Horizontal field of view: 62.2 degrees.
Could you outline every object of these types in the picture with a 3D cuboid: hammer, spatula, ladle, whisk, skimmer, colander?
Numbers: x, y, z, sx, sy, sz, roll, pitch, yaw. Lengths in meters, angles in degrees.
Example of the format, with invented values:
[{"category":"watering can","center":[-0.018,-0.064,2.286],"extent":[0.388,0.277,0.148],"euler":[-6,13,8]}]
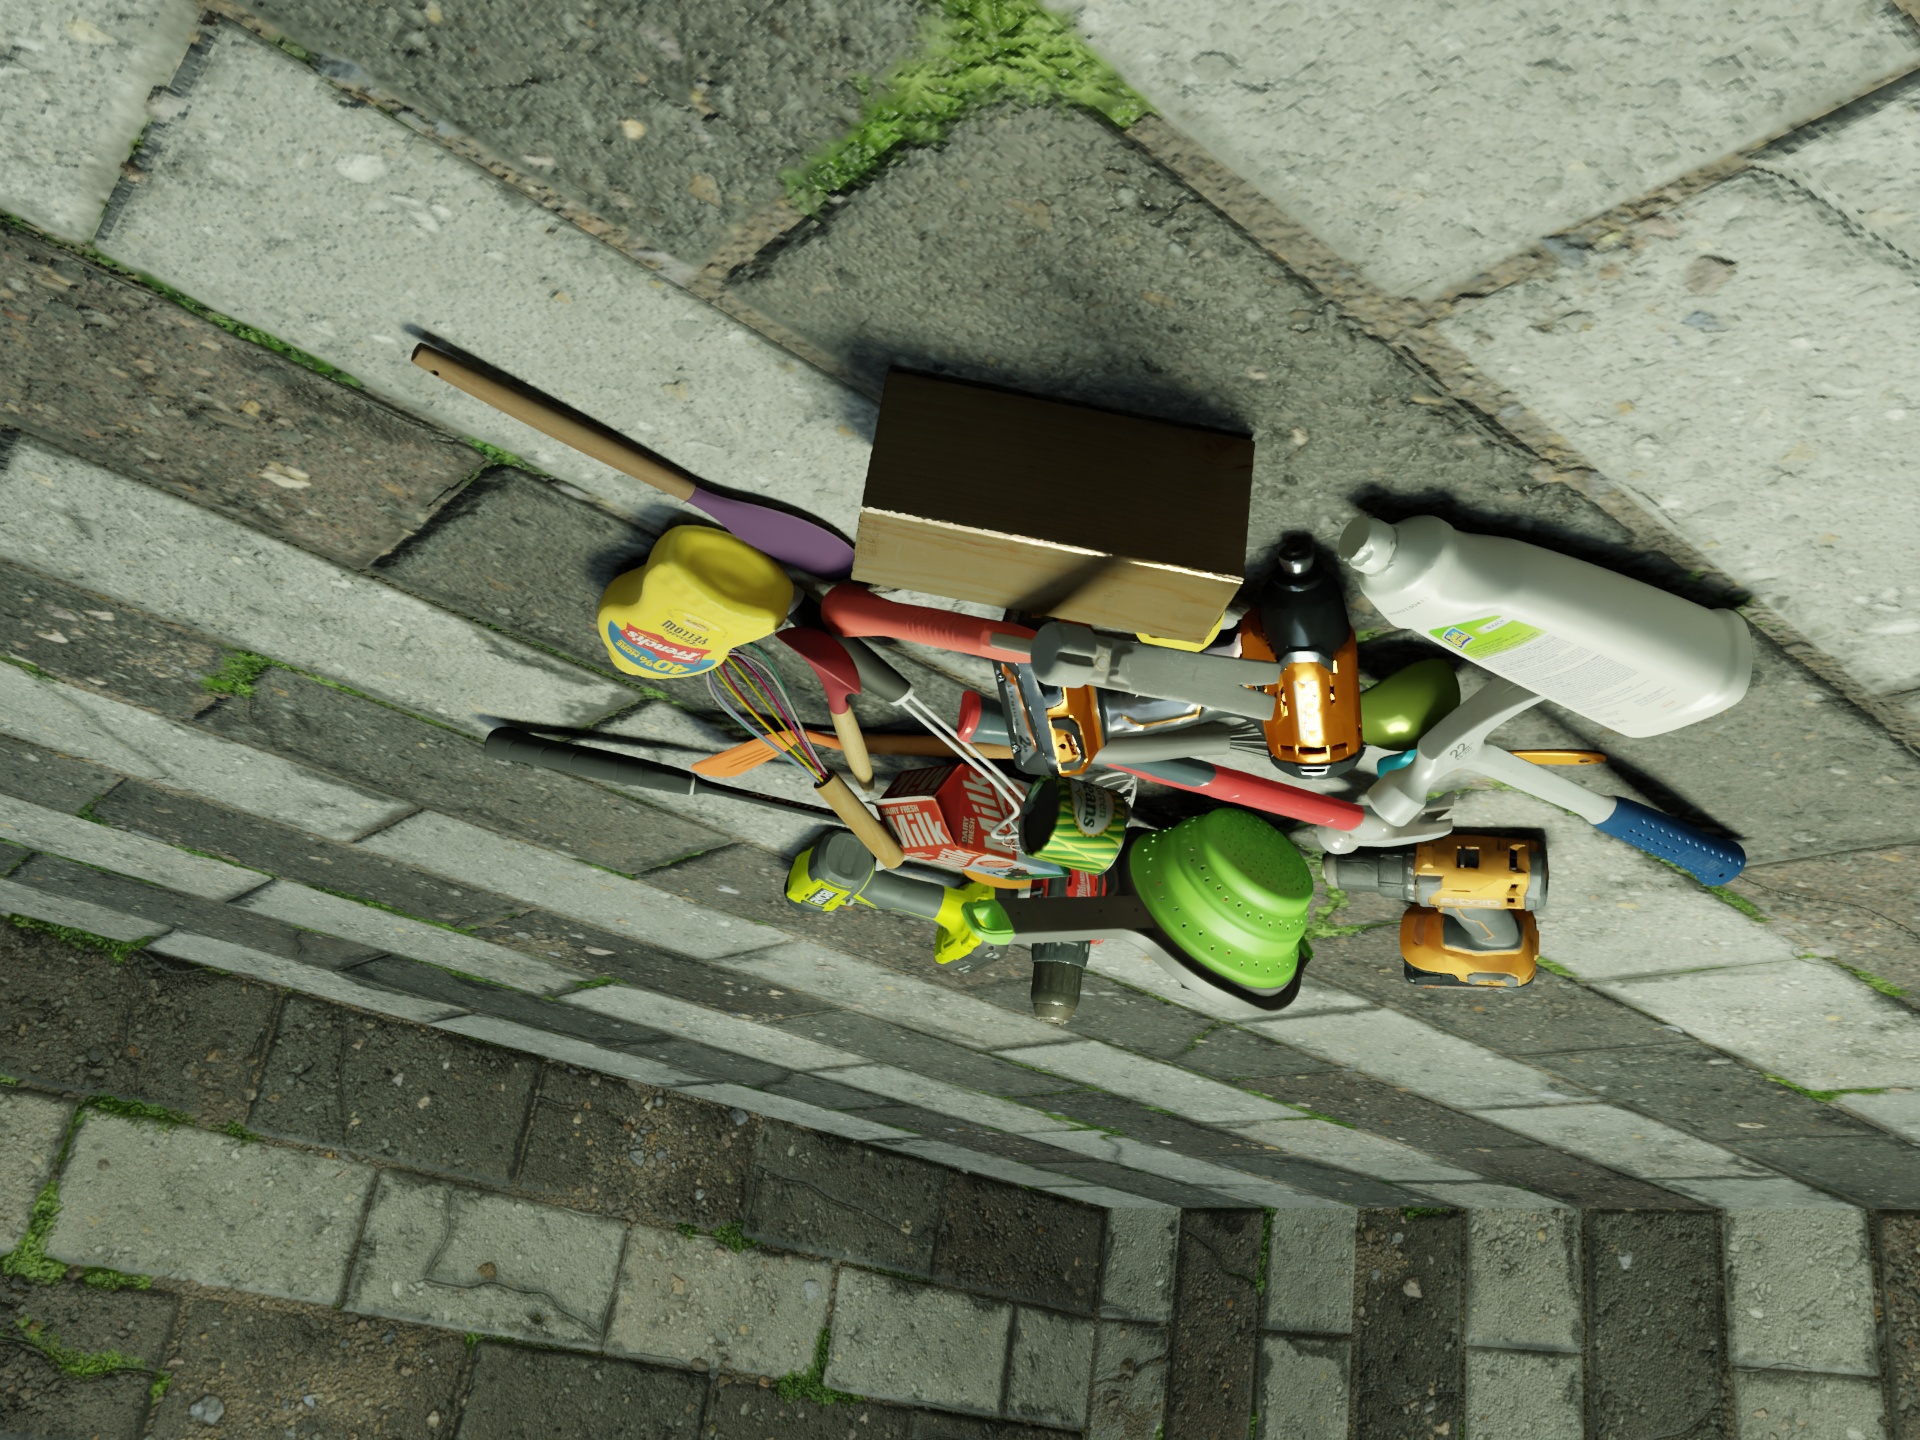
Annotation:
[{"category":"hammer","center":[0.466,0.059,1.156],"extent":[0.405,0.035,0.144],"euler":[19,123,-38]},{"category":"spatula","center":[-0.188,-0.154,0.982],"extent":[0.315,0.018,0.060],"euler":[25,152,-34]},{"category":"ladle","center":[-0.087,0.000,1.186],"extent":[0.069,0.031,0.315],"euler":[36,165,15]},{"category":"hammer","center":[-0.224,0.062,1.409],"extent":[0.409,0.036,0.149],"euler":[12,-168,5]},{"category":"hammer","center":[0.180,0.038,1.189],"extent":[0.386,0.038,0.143],"euler":[15,164,-22]},{"category":"hammer","center":[0.022,-0.049,0.953],"extent":[0.149,0.037,0.359],"euler":[8,-176,-32]},{"category":"ladle","center":[0.182,-0.036,1.102],"extent":[0.320,0.062,0.078],"euler":[12,150,10]},{"category":"whisk","center":[-0.120,0.028,1.255],"extent":[0.244,0.051,0.047],"euler":[51,162,-26]},{"category":"whisk","center":[0.188,0.015,1.133],"extent":[0.239,0.055,0.055],"euler":[-3,158,-9]},{"category":"skimmer","center":[-0.002,-0.004,1.215],"extent":[0.127,0.090,0.363],"euler":[-31,124,29]},{"category":"spatula","center":[-0.063,0.029,1.326],"extent":[0.322,0.041,0.081],"euler":[1,172,14]},{"category":"colander","center":[0.170,0.137,1.301],"extent":[0.396,0.205,0.094],"euler":[5,132,-42]}]

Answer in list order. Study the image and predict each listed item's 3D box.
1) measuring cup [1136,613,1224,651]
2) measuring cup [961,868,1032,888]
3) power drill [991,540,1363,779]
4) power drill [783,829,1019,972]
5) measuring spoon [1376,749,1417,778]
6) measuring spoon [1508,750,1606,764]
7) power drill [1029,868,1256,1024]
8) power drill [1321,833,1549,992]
[{"category":"measuring cup","center":[0.088,-0.086,0.966],"extent":[0.157,0.062,0.029],"euler":[27,157,22]},{"category":"measuring cup","center":[0.024,0.108,1.455],"extent":[0.095,0.052,0.173],"euler":[-2,156,24]},{"category":"power drill","center":[0.141,-0.039,1.027],"extent":[0.226,0.084,0.164],"euler":[-1,127,17]},{"category":"power drill","center":[-0.068,0.188,1.652],"extent":[0.223,0.080,0.171],"euler":[20,153,-16]},{"category":"measuring spoon","center":[0.347,0.028,1.197],"extent":[0.042,0.021,0.128],"euler":[11,157,1]},{"category":"measuring spoon","center":[0.421,0.032,1.192],"extent":[0.117,0.011,0.021],"euler":[-1,155,22]},{"category":"power drill","center":[0.160,0.196,1.449],"extent":[0.226,0.188,0.080],"euler":[17,160,-27]},{"category":"power drill","center":[0.426,0.167,1.419],"extent":[0.185,0.084,0.226],"euler":[0,151,20]}]
